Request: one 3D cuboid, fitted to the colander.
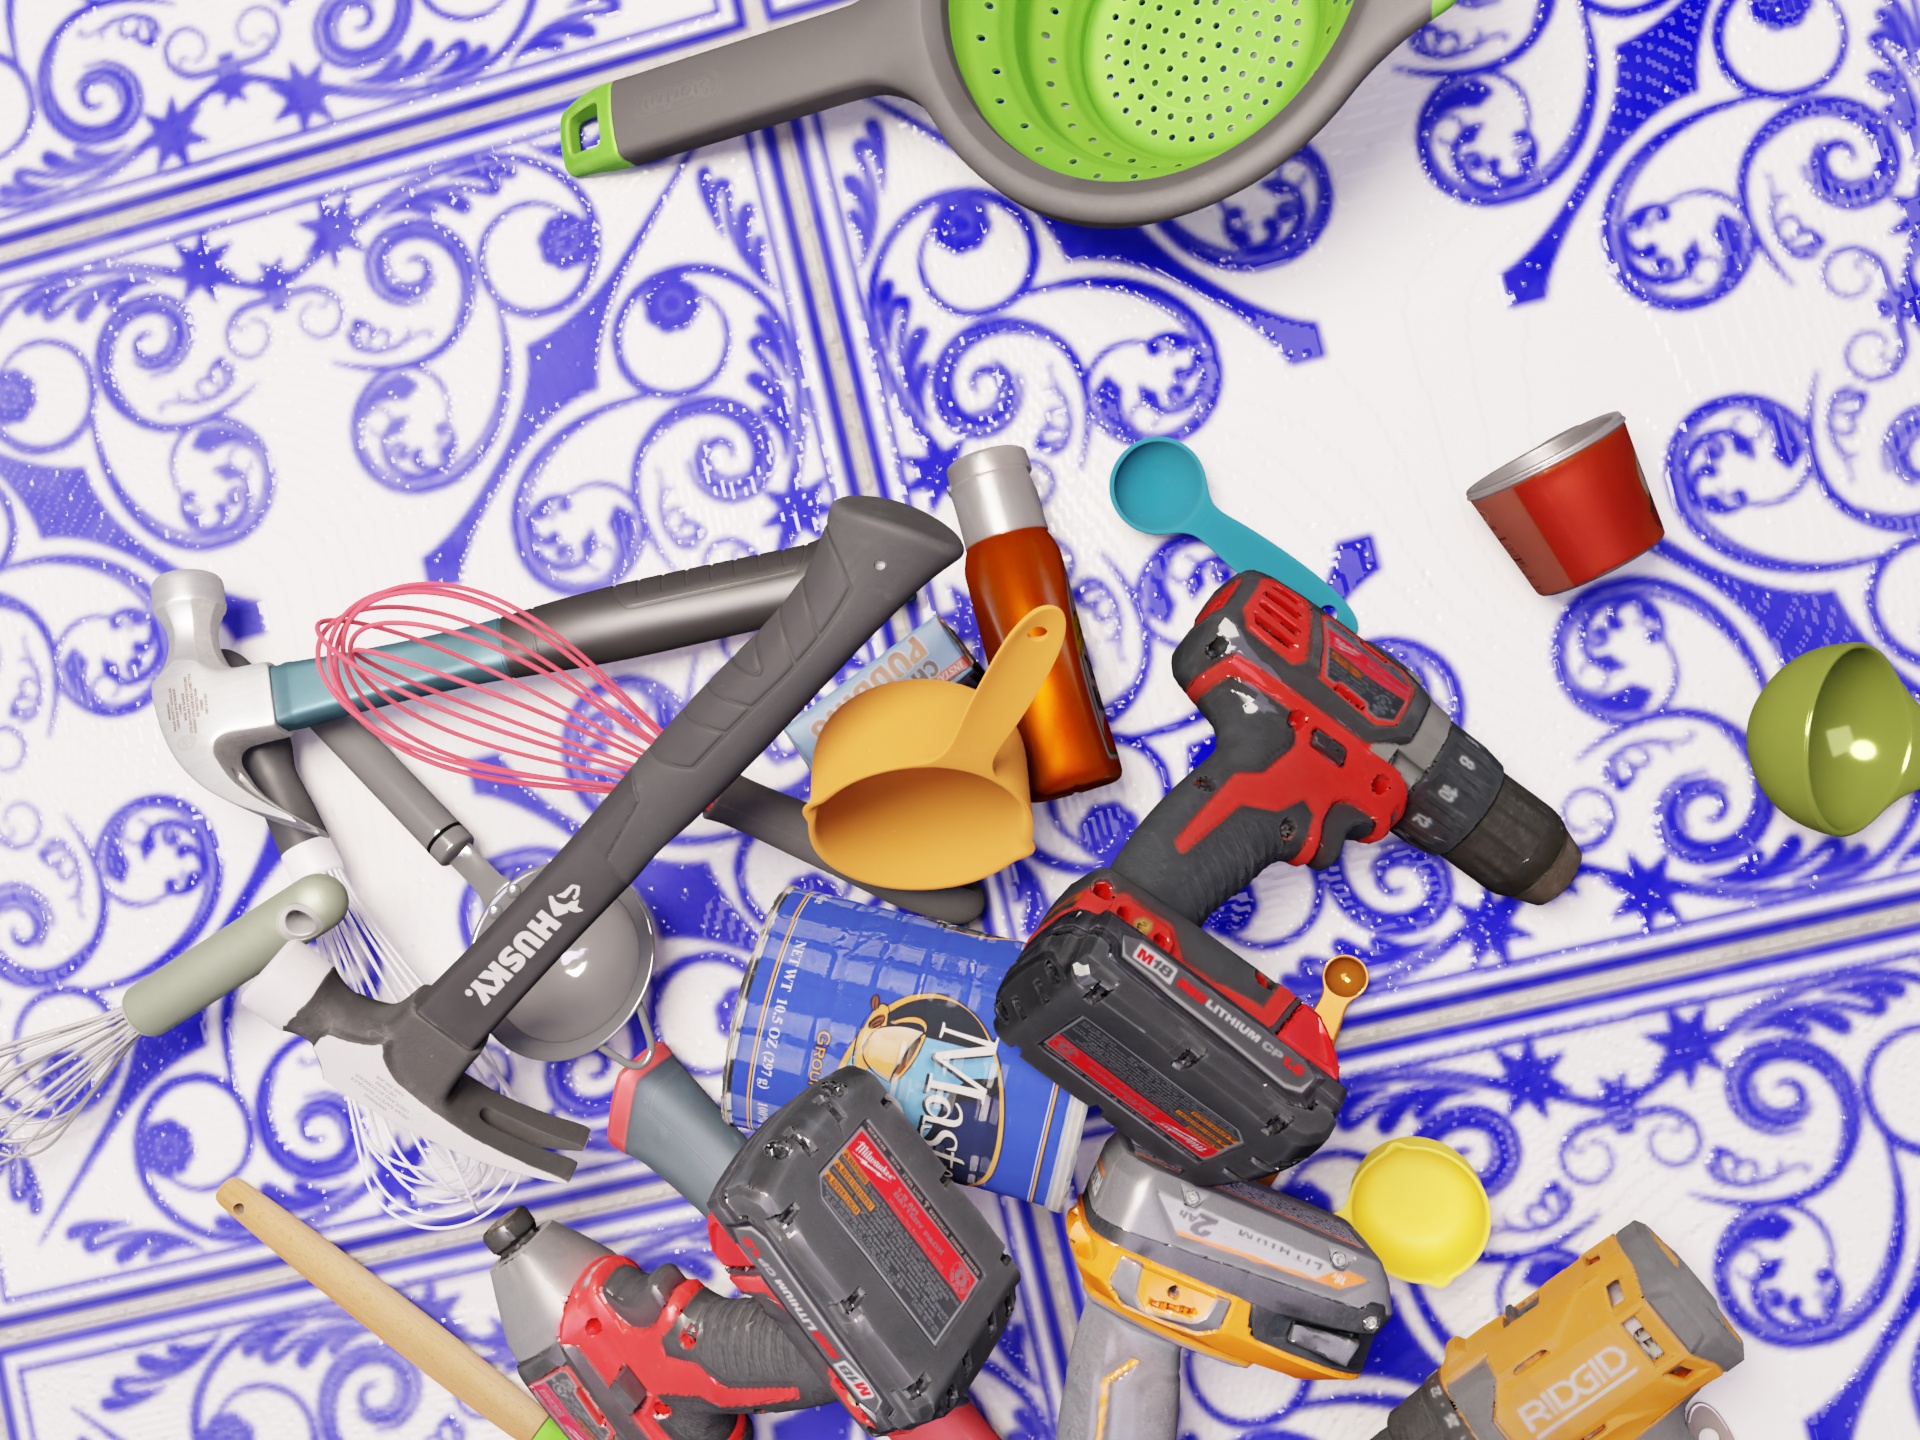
[{"bbox_3d":[0.012,-0.286,0.682,0.397,0.094,0.204,-7,88,23],"label":"colander"}]

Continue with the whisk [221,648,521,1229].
[{"bbox_3d":[-0.275,0.092,0.706,0.070,0.070,0.285,-30,81,4],"label":"whisk"}]

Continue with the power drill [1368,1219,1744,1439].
[{"bbox_3d":[0.269,0.340,0.623,0.185,0.084,0.226,-41,75,11],"label":"power drill"}]

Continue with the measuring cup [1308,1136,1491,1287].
[{"bbox_3d":[0.146,0.218,0.678,0.156,0.029,0.062,-19,87,17],"label":"measuring cup"}]

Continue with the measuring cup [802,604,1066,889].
[{"bbox_3d":[-0.001,-0.002,0.601,0.095,0.173,0.052,12,48,-18],"label":"measuring cup"}]

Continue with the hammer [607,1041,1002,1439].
[{"bbox_3d":[-0.006,0.284,0.680,0.143,0.038,0.386,-41,85,2],"label":"hammer"}]

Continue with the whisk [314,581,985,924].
[{"bbox_3d":[-0.118,0.021,0.651,0.295,0.073,0.073,25,91,-17],"label":"whisk"}]

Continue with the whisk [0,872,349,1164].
[{"bbox_3d":[-0.360,0.130,0.693,0.246,0.059,0.057,-30,115,16],"label":"whisk"}]

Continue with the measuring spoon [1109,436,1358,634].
[{"bbox_3d":[0.119,-0.075,0.693,0.128,0.021,0.042,36,91,-3],"label":"measuring spoon"}]

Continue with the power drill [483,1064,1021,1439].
[{"bbox_3d":[-0.096,0.226,0.619,0.219,0.078,0.143,-36,92,35],"label":"power drill"}]

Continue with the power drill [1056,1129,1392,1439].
[{"bbox_3d":[0.085,0.295,0.619,0.164,0.084,0.226,22,87,3],"label":"power drill"}]

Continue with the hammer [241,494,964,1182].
[{"bbox_3d":[-0.120,0.044,0.599,0.146,0.035,0.334,41,109,-13],"label":"hammer"}]

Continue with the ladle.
[{"bbox_3d":[0.475,0.023,0.632,0.320,0.062,0.078,7,91,3],"label":"ladle"}]

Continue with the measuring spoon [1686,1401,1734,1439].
[{"bbox_3d":[0.324,0.345,0.659,0.034,0.018,0.124,-16,80,13],"label":"measuring spoon"}]

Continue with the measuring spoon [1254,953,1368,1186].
[{"bbox_3d":[0.145,0.154,0.685,0.021,0.011,0.117,24,94,6],"label":"measuring spoon"}]

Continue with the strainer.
[{"bbox_3d":[-0.220,0.060,0.709,0.258,0.050,0.087,43,86,11],"label":"strainer"}]

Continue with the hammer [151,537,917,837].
[{"bbox_3d":[-0.184,-0.036,0.694,0.331,0.033,0.128,-13,74,-1],"label":"hammer"}]

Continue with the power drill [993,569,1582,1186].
[{"bbox_3d":[0.136,0.066,0.615,0.188,0.080,0.227,36,57,-1],"label":"power drill"}]

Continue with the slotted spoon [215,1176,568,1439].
[{"bbox_3d":[-0.209,0.302,0.706,0.314,0.031,0.070,35,92,7],"label":"slotted spoon"}]
